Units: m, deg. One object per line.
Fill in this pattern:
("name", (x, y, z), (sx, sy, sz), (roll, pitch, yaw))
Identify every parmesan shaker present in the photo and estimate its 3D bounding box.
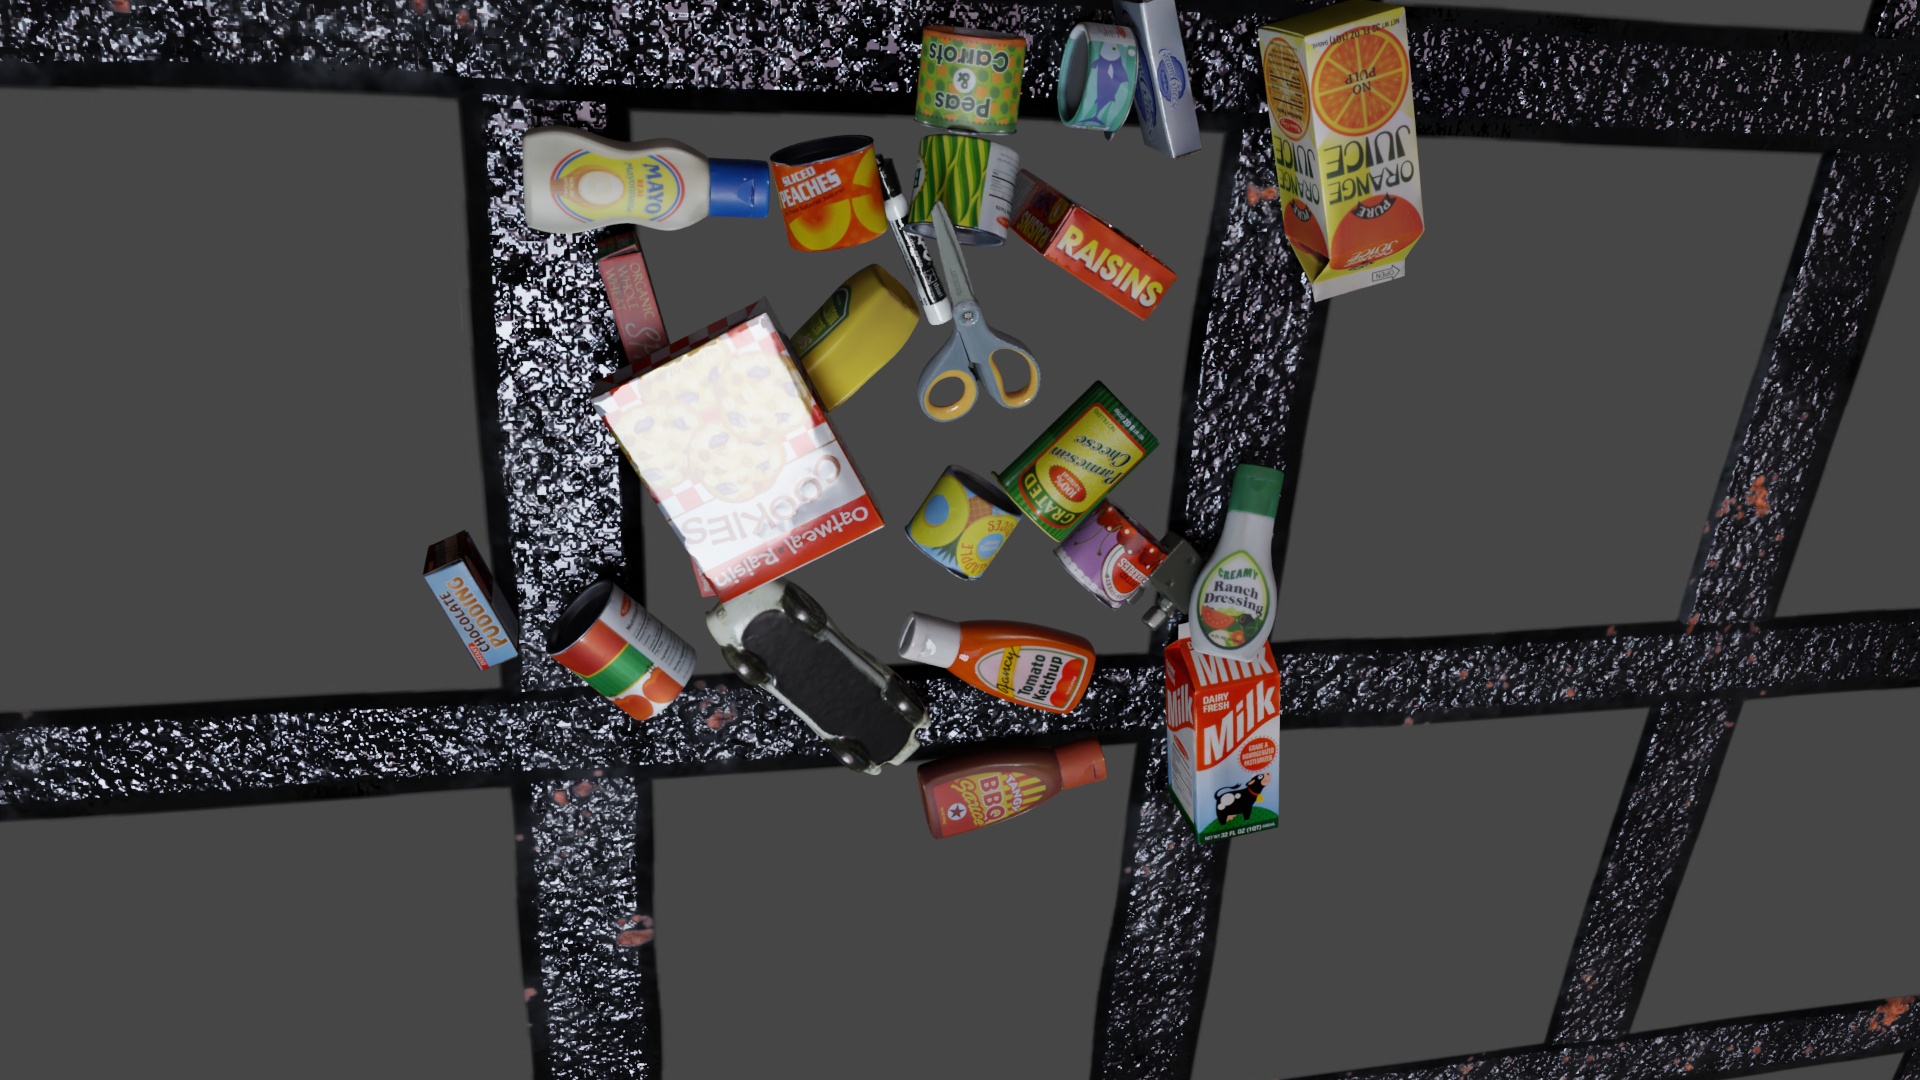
("parmesan shaker", (0.083, -0.060, 1.001), (0.103, 0.071, 0.071), (-45, 117, 8))

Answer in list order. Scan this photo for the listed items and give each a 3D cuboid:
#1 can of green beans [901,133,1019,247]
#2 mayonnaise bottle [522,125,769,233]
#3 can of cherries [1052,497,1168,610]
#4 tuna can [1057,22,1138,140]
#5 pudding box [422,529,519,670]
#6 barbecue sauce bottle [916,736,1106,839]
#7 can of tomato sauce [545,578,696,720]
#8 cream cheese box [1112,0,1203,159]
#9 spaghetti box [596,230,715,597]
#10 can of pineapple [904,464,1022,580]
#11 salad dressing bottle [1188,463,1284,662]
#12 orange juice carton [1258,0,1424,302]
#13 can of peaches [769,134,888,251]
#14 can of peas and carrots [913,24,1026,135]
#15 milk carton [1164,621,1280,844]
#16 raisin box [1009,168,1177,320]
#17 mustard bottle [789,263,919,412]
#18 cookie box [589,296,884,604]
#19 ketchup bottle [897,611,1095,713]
("can of green beans", (0.002, -0.225, 0.895), (0.071, 0.071, 0.057), (8, 93, -18))
("mayonnaise bottle", (-0.195, -0.223, 0.867), (0.148, 0.041, 0.064), (-1, 113, -13))
("can of cherries", (0.114, 0.011, 1.038), (0.071, 0.072, 0.058), (38, 100, -26))
("tuna can", (0.087, -0.295, 0.892), (0.033, 0.071, 0.070), (3, 114, -14))
("pudding box", (-0.333, 0.041, 0.950), (0.030, 0.050, 0.083), (-23, 119, -5))
("barbecue sauce bottle", (0.042, 0.193, 1.121), (0.149, 0.044, 0.064), (-13, 116, -8))
("can of tomato sauce", (-0.240, 0.079, 0.983), (0.071, 0.071, 0.083), (-42, 118, 7))
("cream cheese box", (0.128, -0.305, 0.905), (0.024, 0.053, 0.103), (-21, 118, -6))
("spaghetti box", (-0.194, -0.081, 0.929), (0.029, 0.050, 0.248), (-16, 117, -8))
("can of pineapple", (0.004, -0.013, 1.000), (0.071, 0.071, 0.057), (28, 105, -24))
("salad dressing bottle", (0.213, 0.016, 1.055), (0.064, 0.044, 0.147), (11, 86, 12))
("orange juice carton", (0.263, -0.261, 0.948), (0.072, 0.073, 0.191), (-19, 118, -5))
("can of peaches", (-0.084, -0.220, 0.881), (0.071, 0.071, 0.057), (-14, 118, -8))
("can of peas and carrots", (0.006, -0.289, 0.871), (0.071, 0.071, 0.058), (0, 114, -14))
("milk carton", (0.211, 0.143, 1.124), (0.072, 0.074, 0.189), (-11, 116, -9))
("raisin box", (0.080, -0.194, 0.904), (0.086, 0.124, 0.040), (29, 105, -24))
("mustard bottle", (-0.098, -0.114, 0.932), (0.160, 0.065, 0.048), (-43, 121, 13))
("cookie box", (-0.141, -0.055, 0.899), (0.123, 0.040, 0.167), (-26, 118, 4))
("ketchup bottle", (0.026, 0.089, 1.068), (0.149, 0.044, 0.064), (16, 110, -20))
